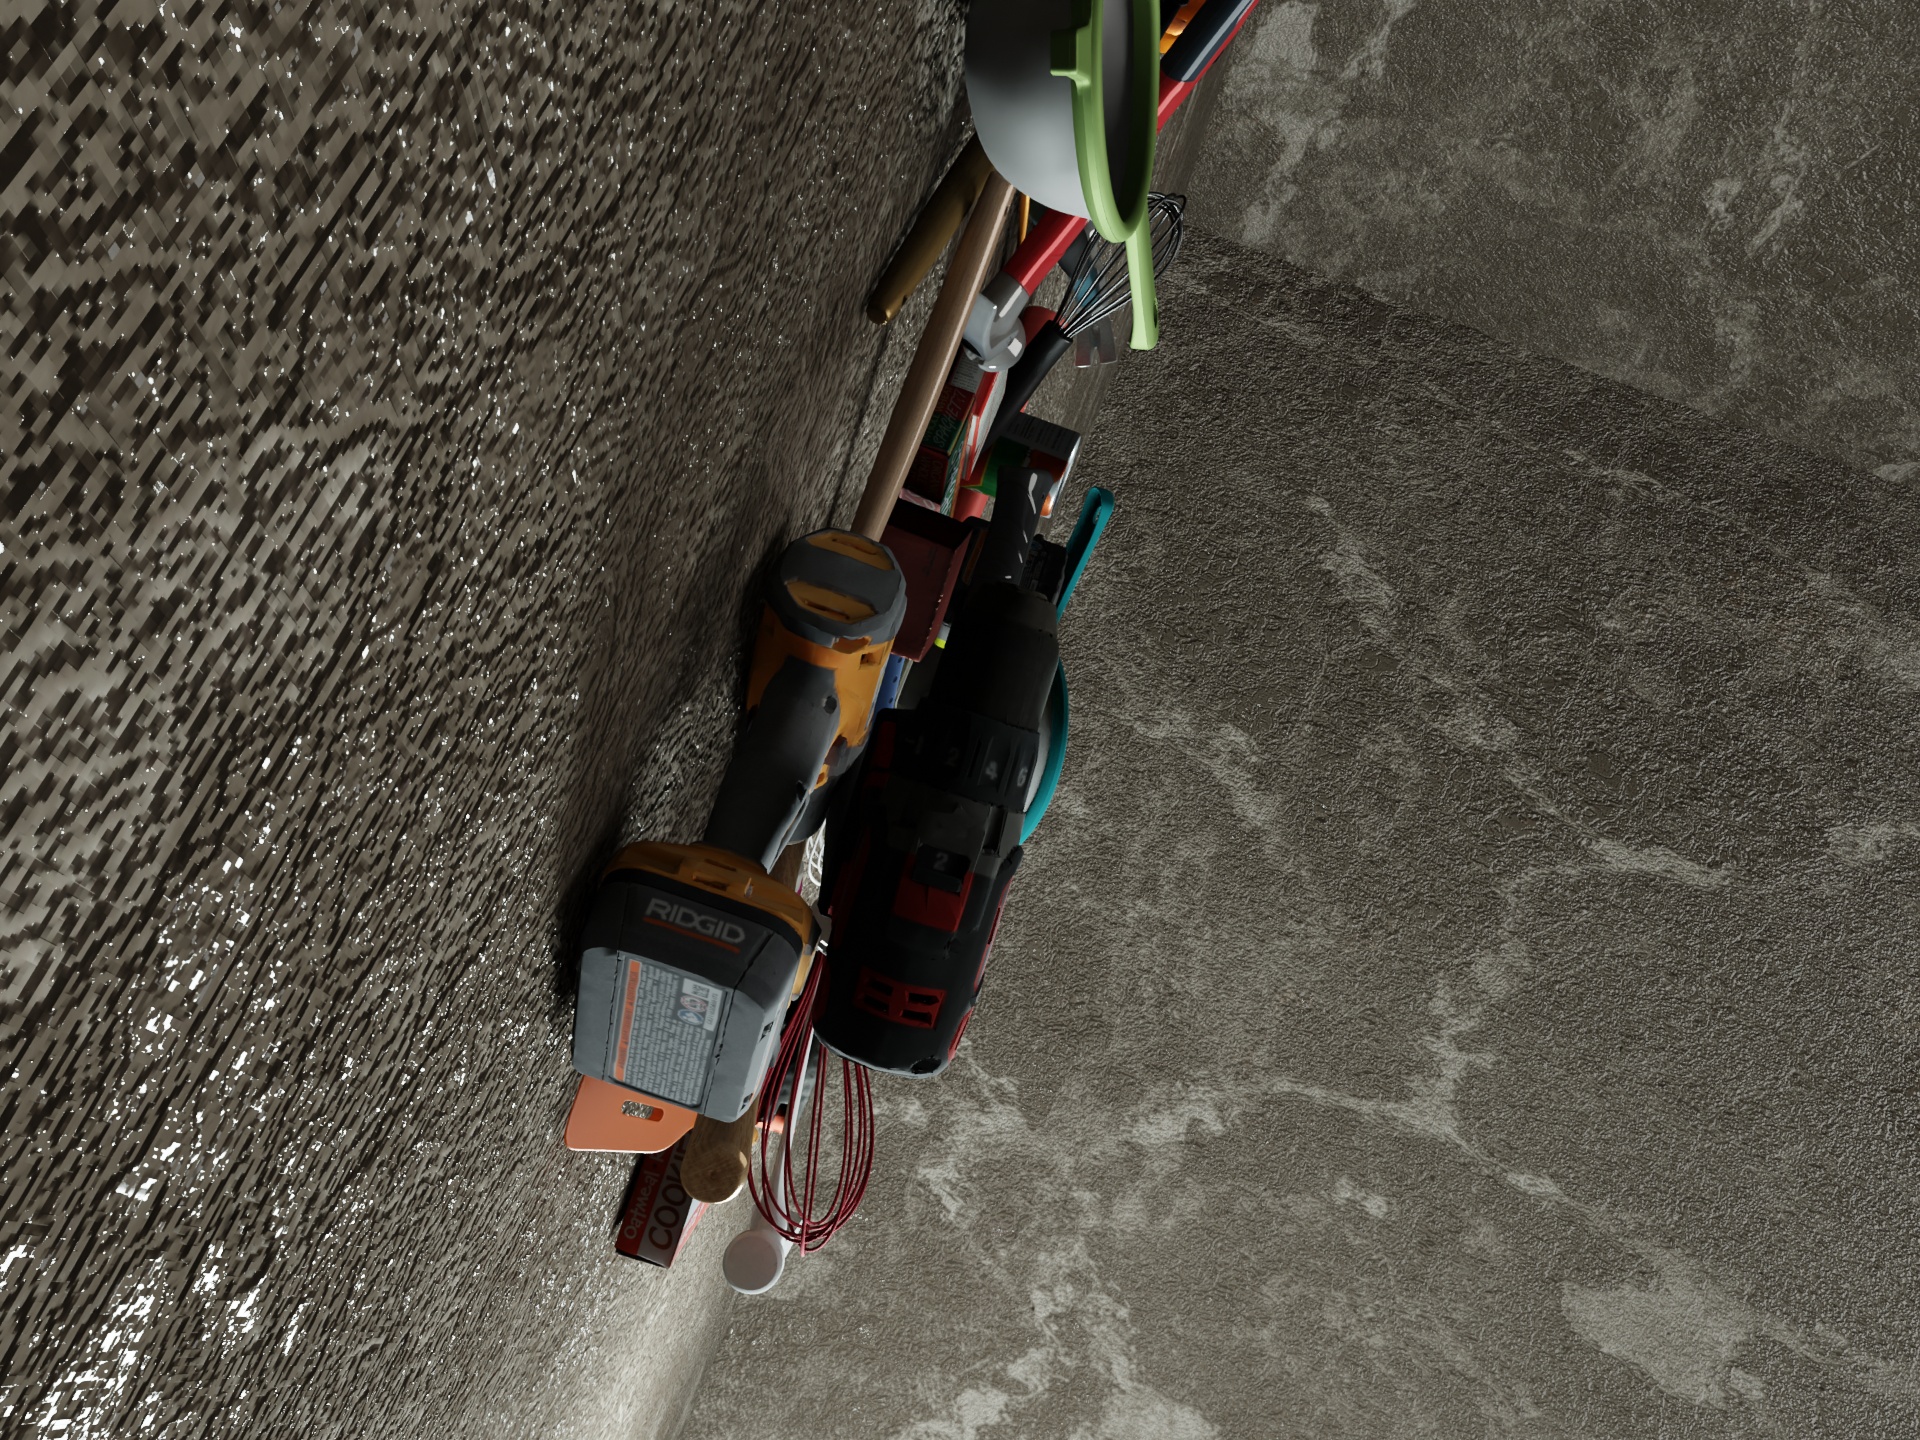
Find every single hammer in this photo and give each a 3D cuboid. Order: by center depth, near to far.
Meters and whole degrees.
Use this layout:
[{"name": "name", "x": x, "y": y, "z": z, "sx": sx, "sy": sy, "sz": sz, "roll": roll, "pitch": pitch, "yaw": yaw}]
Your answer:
[{"name": "hammer", "x": -0.098, "y": 0.111, "z": 0.803, "sx": 0.332, "sy": 0.031, "sz": 0.130, "roll": -88, "pitch": -167, "yaw": -63}, {"name": "hammer", "x": 0.121, "y": -0.365, "z": 0.882, "sx": 0.386, "sy": 0.038, "sz": 0.143, "roll": -52, "pitch": 176, "yaw": 4}, {"name": "hammer", "x": -0.001, "y": -0.003, "z": 0.912, "sx": 0.146, "sy": 0.035, "sz": 0.335, "roll": 56, "pitch": 47, "yaw": -58}, {"name": "hammer", "x": -0.084, "y": 0.136, "z": 0.988, "sx": 0.144, "sy": 0.035, "sz": 0.406, "roll": 97, "pitch": 3, "yaw": -78}, {"name": "hammer", "x": 0.082, "y": -0.338, "z": 1.155, "sx": 0.331, "sy": 0.033, "sz": 0.128, "roll": -23, "pitch": 106, "yaw": -80}, {"name": "hammer", "x": 0.002, "y": -0.157, "z": 1.223, "sx": 0.149, "sy": 0.037, "sz": 0.359, "roll": 90, "pitch": 22, "yaw": -82}]

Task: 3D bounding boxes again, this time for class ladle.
[{"name": "ladle", "x": 0.020, "y": -0.287, "z": 0.758, "sx": 0.069, "sy": 0.031, "sz": 0.316, "roll": 108, "pitch": 6, "yaw": -55}]

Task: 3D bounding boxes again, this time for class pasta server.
[{"name": "pasta server", "x": -0.031, "y": -0.107, "z": 0.772, "sx": 0.060, "sy": 0.040, "sz": 0.316, "roll": -54, "pitch": 169, "yaw": -66}]

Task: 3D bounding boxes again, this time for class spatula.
[{"name": "spatula", "x": -0.142, "y": 0.205, "z": 0.848, "sx": 0.322, "sy": 0.041, "sz": 0.081, "roll": 89, "pitch": 20, "yaw": -71}]

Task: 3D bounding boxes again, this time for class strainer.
[{"name": "strainer", "x": 0.049, "y": -0.253, "z": 0.706, "sx": 0.256, "sy": 0.069, "sz": 0.152, "roll": 69, "pitch": 29, "yaw": -61}, {"name": "strainer", "x": 0.017, "y": -0.044, "z": 1.288, "sx": 0.340, "sy": 0.095, "sz": 0.211, "roll": -65, "pitch": -146, "yaw": 25}]

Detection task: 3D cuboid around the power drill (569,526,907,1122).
[{"name": "power drill", "x": -0.089, "y": 0.052, "z": 0.679, "sx": 0.185, "sy": 0.084, "sz": 0.226, "roll": 110, "pitch": -2, "yaw": -49}]

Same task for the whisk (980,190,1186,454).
[{"name": "whisk", "x": 0.067, "y": -0.256, "z": 1.059, "sx": 0.239, "sy": 0.055, "sz": 0.055, "roll": -47, "pitch": -172, "yaw": 28}]

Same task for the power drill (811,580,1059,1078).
[{"name": "power drill", "x": -0.008, "y": 0.037, "z": 0.680, "sx": 0.227, "sy": 0.080, "sz": 0.188, "roll": -140, "pitch": -112, "yaw": -87}]

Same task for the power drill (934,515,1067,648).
[{"name": "power drill", "x": 0.001, "y": -0.013, "z": 1.114, "sx": 0.171, "sy": 0.080, "sz": 0.223, "roll": -70, "pitch": 179, "yaw": -55}]

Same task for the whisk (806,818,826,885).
[{"name": "whisk", "x": -0.070, "y": 0.026, "z": 1.121, "sx": 0.059, "sy": 0.058, "sz": 0.246, "roll": -13, "pitch": 134, "yaw": -32}]

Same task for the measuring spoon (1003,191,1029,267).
[{"name": "measuring spoon", "x": 0.035, "y": -0.312, "z": 1.000, "sx": 0.116, "sy": 0.011, "sz": 0.021, "roll": 97, "pitch": -9, "yaw": -67}]

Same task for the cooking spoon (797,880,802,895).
[{"name": "cooking spoon", "x": -0.129, "y": 0.129, "z": 1.019, "sx": 0.319, "sy": 0.017, "sz": 0.069, "roll": 35, "pitch": 75, "yaw": -87}]

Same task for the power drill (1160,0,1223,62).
[{"name": "power drill", "x": 0.128, "y": -0.465, "z": 0.973, "sx": 0.226, "sy": 0.084, "sz": 0.164, "roll": -50, "pitch": 162, "yaw": -68}]

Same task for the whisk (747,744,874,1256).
[{"name": "whisk", "x": -0.075, "y": 0.148, "z": 0.901, "sx": 0.073, "sy": 0.073, "sz": 0.296, "roll": 104, "pitch": -8, "yaw": -67}]
